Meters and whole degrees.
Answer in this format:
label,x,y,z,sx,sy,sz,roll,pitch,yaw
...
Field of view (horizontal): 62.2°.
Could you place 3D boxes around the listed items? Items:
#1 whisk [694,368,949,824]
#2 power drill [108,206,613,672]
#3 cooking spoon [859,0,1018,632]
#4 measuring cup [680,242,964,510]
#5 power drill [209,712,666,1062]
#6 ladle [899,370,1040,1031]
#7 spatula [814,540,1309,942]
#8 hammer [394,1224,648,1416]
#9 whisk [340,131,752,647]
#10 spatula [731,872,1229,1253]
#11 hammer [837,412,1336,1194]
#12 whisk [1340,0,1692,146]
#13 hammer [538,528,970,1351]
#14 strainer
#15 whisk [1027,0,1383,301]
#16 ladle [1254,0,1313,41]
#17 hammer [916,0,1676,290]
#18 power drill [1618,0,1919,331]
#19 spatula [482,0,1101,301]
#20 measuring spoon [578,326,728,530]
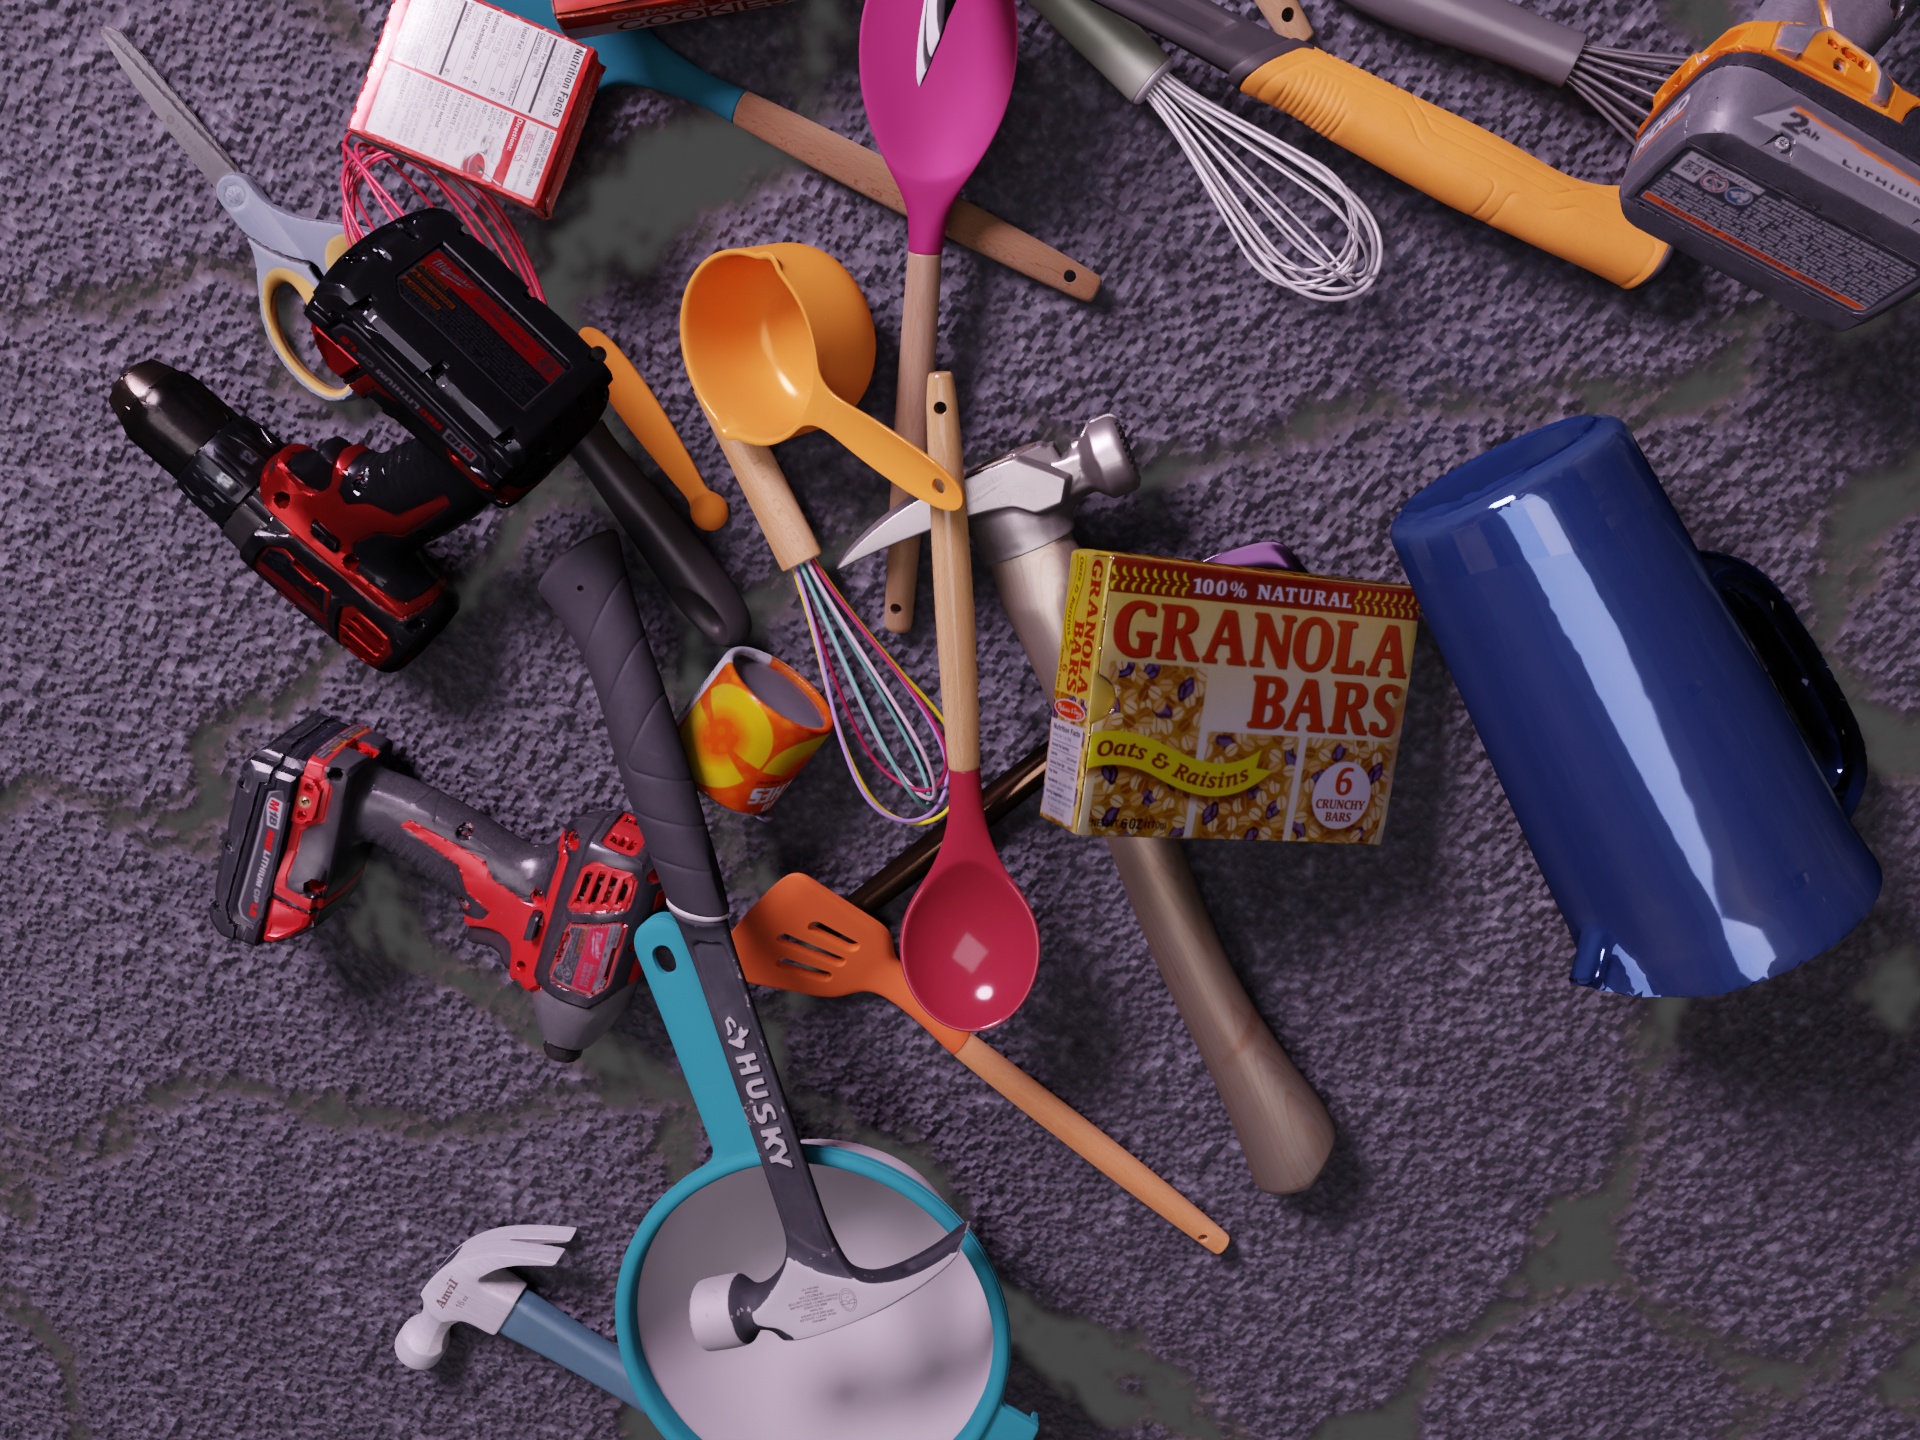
label,x,y,z,sx,sy,sz,roll,pitch,yaw
whisk,-0.064,-0.060,0.785,0.047,0.051,0.245,-23,97,24
power drill,-0.285,-0.135,0.734,0.187,0.080,0.226,44,134,-15
cooking spoon,-0.018,-0.188,0.729,0.069,0.017,0.318,8,116,6
measuring cup,-0.050,-0.150,0.717,0.174,0.052,0.095,39,131,20
power drill,-0.270,0.092,0.845,0.219,0.079,0.143,20,109,-1
ladle,-0.001,-0.002,0.742,0.069,0.031,0.315,-2,108,5
spatula,0.044,0.018,0.805,0.316,0.018,0.059,-39,99,16
hammer,-0.170,0.411,0.950,0.331,0.033,0.128,31,110,-3
whisk,-0.194,-0.154,0.766,0.073,0.073,0.295,-32,106,16
spatula,0.017,0.193,0.851,0.322,0.041,0.081,38,114,-6
hammer,0.083,0.065,0.789,0.146,0.038,0.410,-21,106,12
whisk,0.255,-0.275,0.671,0.239,0.055,0.055,25,109,5
hammer,-0.116,0.108,0.767,0.149,0.036,0.409,-15,98,14
strainer,-0.095,0.253,0.863,0.211,0.095,0.340,-18,97,11
whisk,0.091,-0.275,0.697,0.246,0.058,0.059,43,74,-3
ladle,0.054,-0.420,0.662,0.078,0.062,0.320,-35,106,11
hammer,0.148,-0.255,0.660,0.336,0.034,0.127,22,74,-10
power drill,0.364,-0.268,0.602,0.164,0.084,0.226,27,79,-1
spatula,-0.080,-0.266,0.721,0.317,0.044,0.082,26,104,-2
measuring spoon,-0.153,-0.143,0.786,0.021,0.011,0.117,-31,101,16
